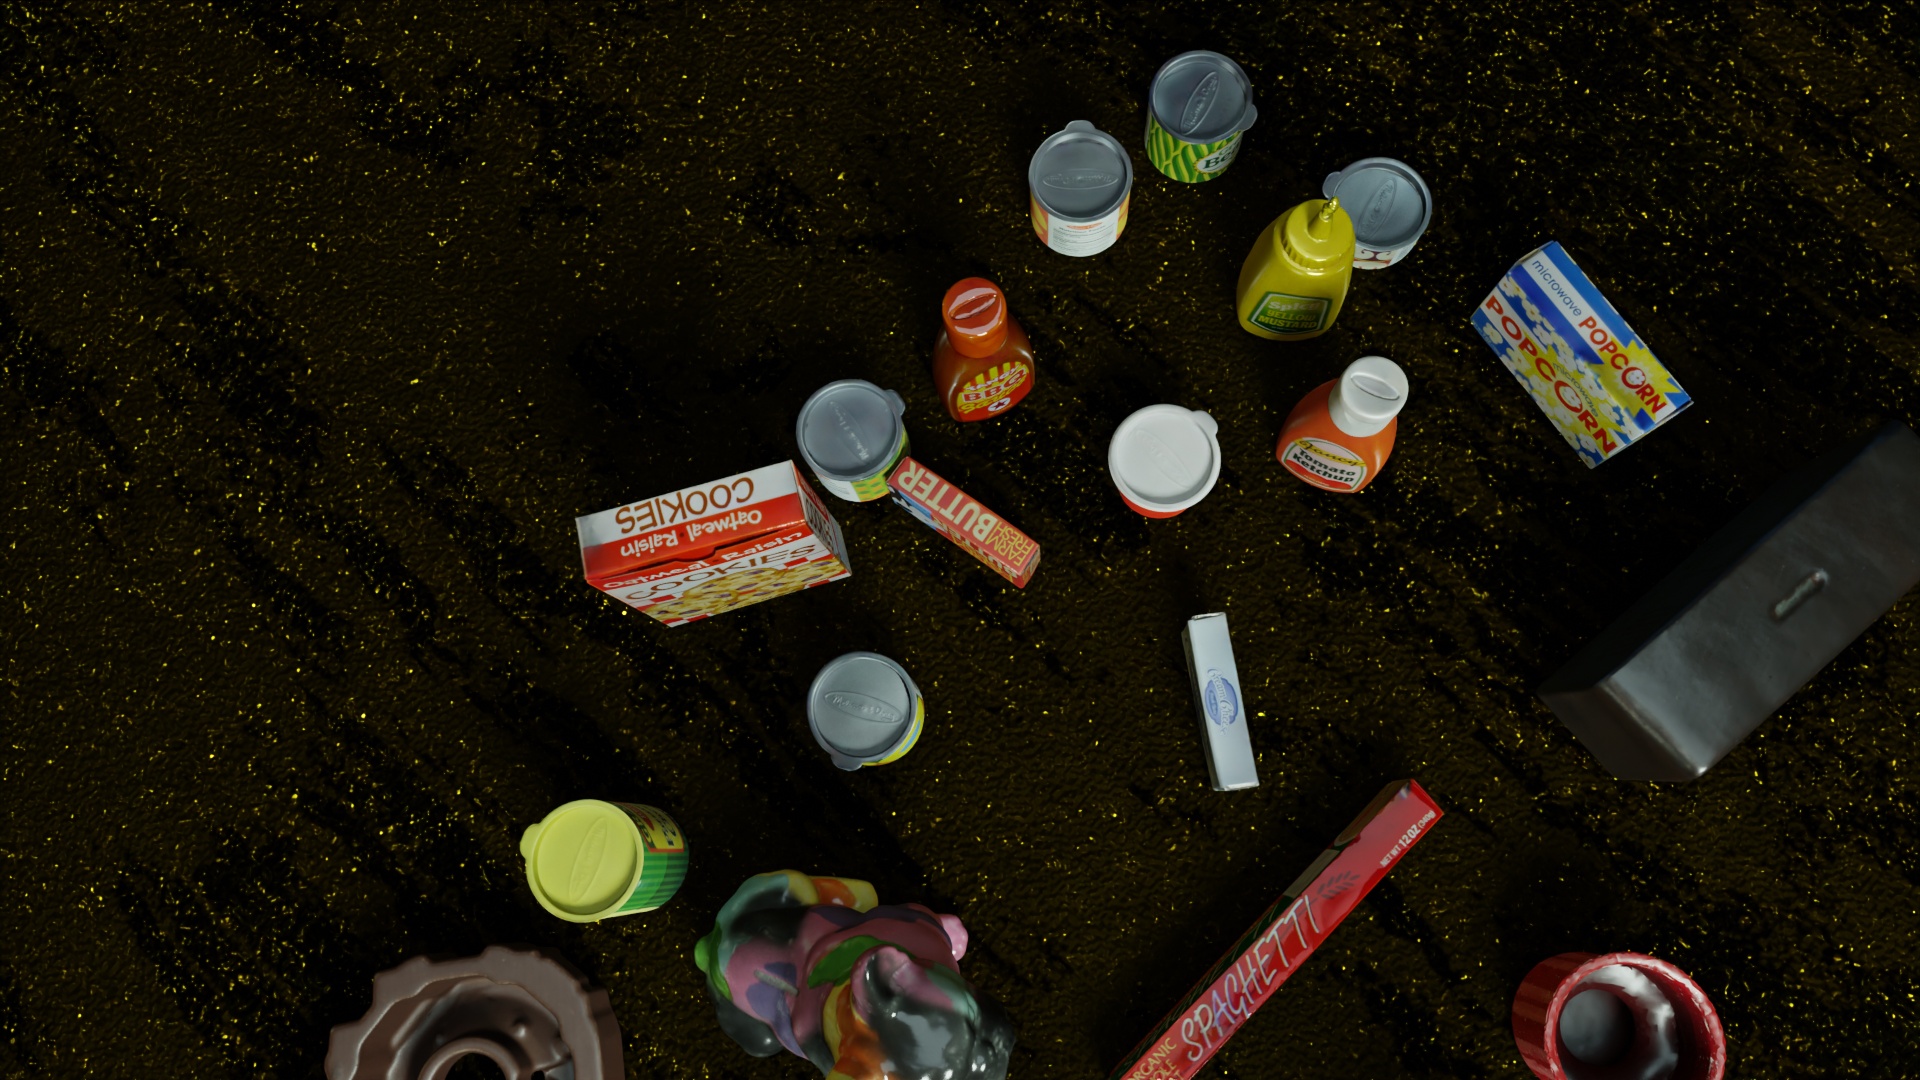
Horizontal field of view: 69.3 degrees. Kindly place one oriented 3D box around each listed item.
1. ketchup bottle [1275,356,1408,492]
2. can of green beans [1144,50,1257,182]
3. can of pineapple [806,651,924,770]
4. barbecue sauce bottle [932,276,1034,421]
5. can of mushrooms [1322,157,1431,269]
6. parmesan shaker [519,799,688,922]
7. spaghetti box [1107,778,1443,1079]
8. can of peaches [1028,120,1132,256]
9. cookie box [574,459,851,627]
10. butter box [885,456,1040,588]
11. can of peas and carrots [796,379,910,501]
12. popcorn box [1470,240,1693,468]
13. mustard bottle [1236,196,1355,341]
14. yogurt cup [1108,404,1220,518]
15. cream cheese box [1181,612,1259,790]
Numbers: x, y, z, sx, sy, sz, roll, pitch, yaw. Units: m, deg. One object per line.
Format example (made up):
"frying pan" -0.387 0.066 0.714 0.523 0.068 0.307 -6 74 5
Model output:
"ketchup bottle" 0.228 -0.069 0.820 0.065 0.148 0.043 24 81 8
"can of green beans" 0.156 -0.279 0.918 0.071 0.057 0.071 -1 78 4
"can of pineapple" -0.058 0.105 0.847 0.071 0.057 0.071 -1 78 4
"barbecue sauce bottle" 0.012 -0.116 0.845 0.065 0.148 0.044 -25 78 -1
"can of mushrooms" 0.268 -0.215 0.909 0.071 0.033 0.071 -1 78 4
"parmesan shaker" -0.206 0.186 0.816 0.071 0.103 0.071 -1 78 4
"spaghetti box" 0.181 0.236 0.807 0.250 0.050 0.029 -44 79 -6
"can of peaches" 0.078 -0.230 0.912 0.071 0.058 0.071 -1 78 4
"cookie box" -0.138 0.007 0.818 0.123 0.167 0.040 -16 78 0
"butter box" 0.003 -0.011 0.871 0.103 0.053 0.024 34 82 10
"can of peas and carrots" -0.065 -0.064 0.884 0.071 0.058 0.071 -1 78 4
"popcorn box" 0.376 -0.113 0.853 0.038 0.085 0.127 -34 78 -3
"mustard bottle" 0.206 -0.167 0.837 0.065 0.160 0.049 7 79 5
"yogurt cup" 0.126 -0.046 0.870 0.072 0.054 0.072 -1 78 4
"cream cheese box" 0.155 0.099 0.837 0.024 0.053 0.104 -9 77 2
